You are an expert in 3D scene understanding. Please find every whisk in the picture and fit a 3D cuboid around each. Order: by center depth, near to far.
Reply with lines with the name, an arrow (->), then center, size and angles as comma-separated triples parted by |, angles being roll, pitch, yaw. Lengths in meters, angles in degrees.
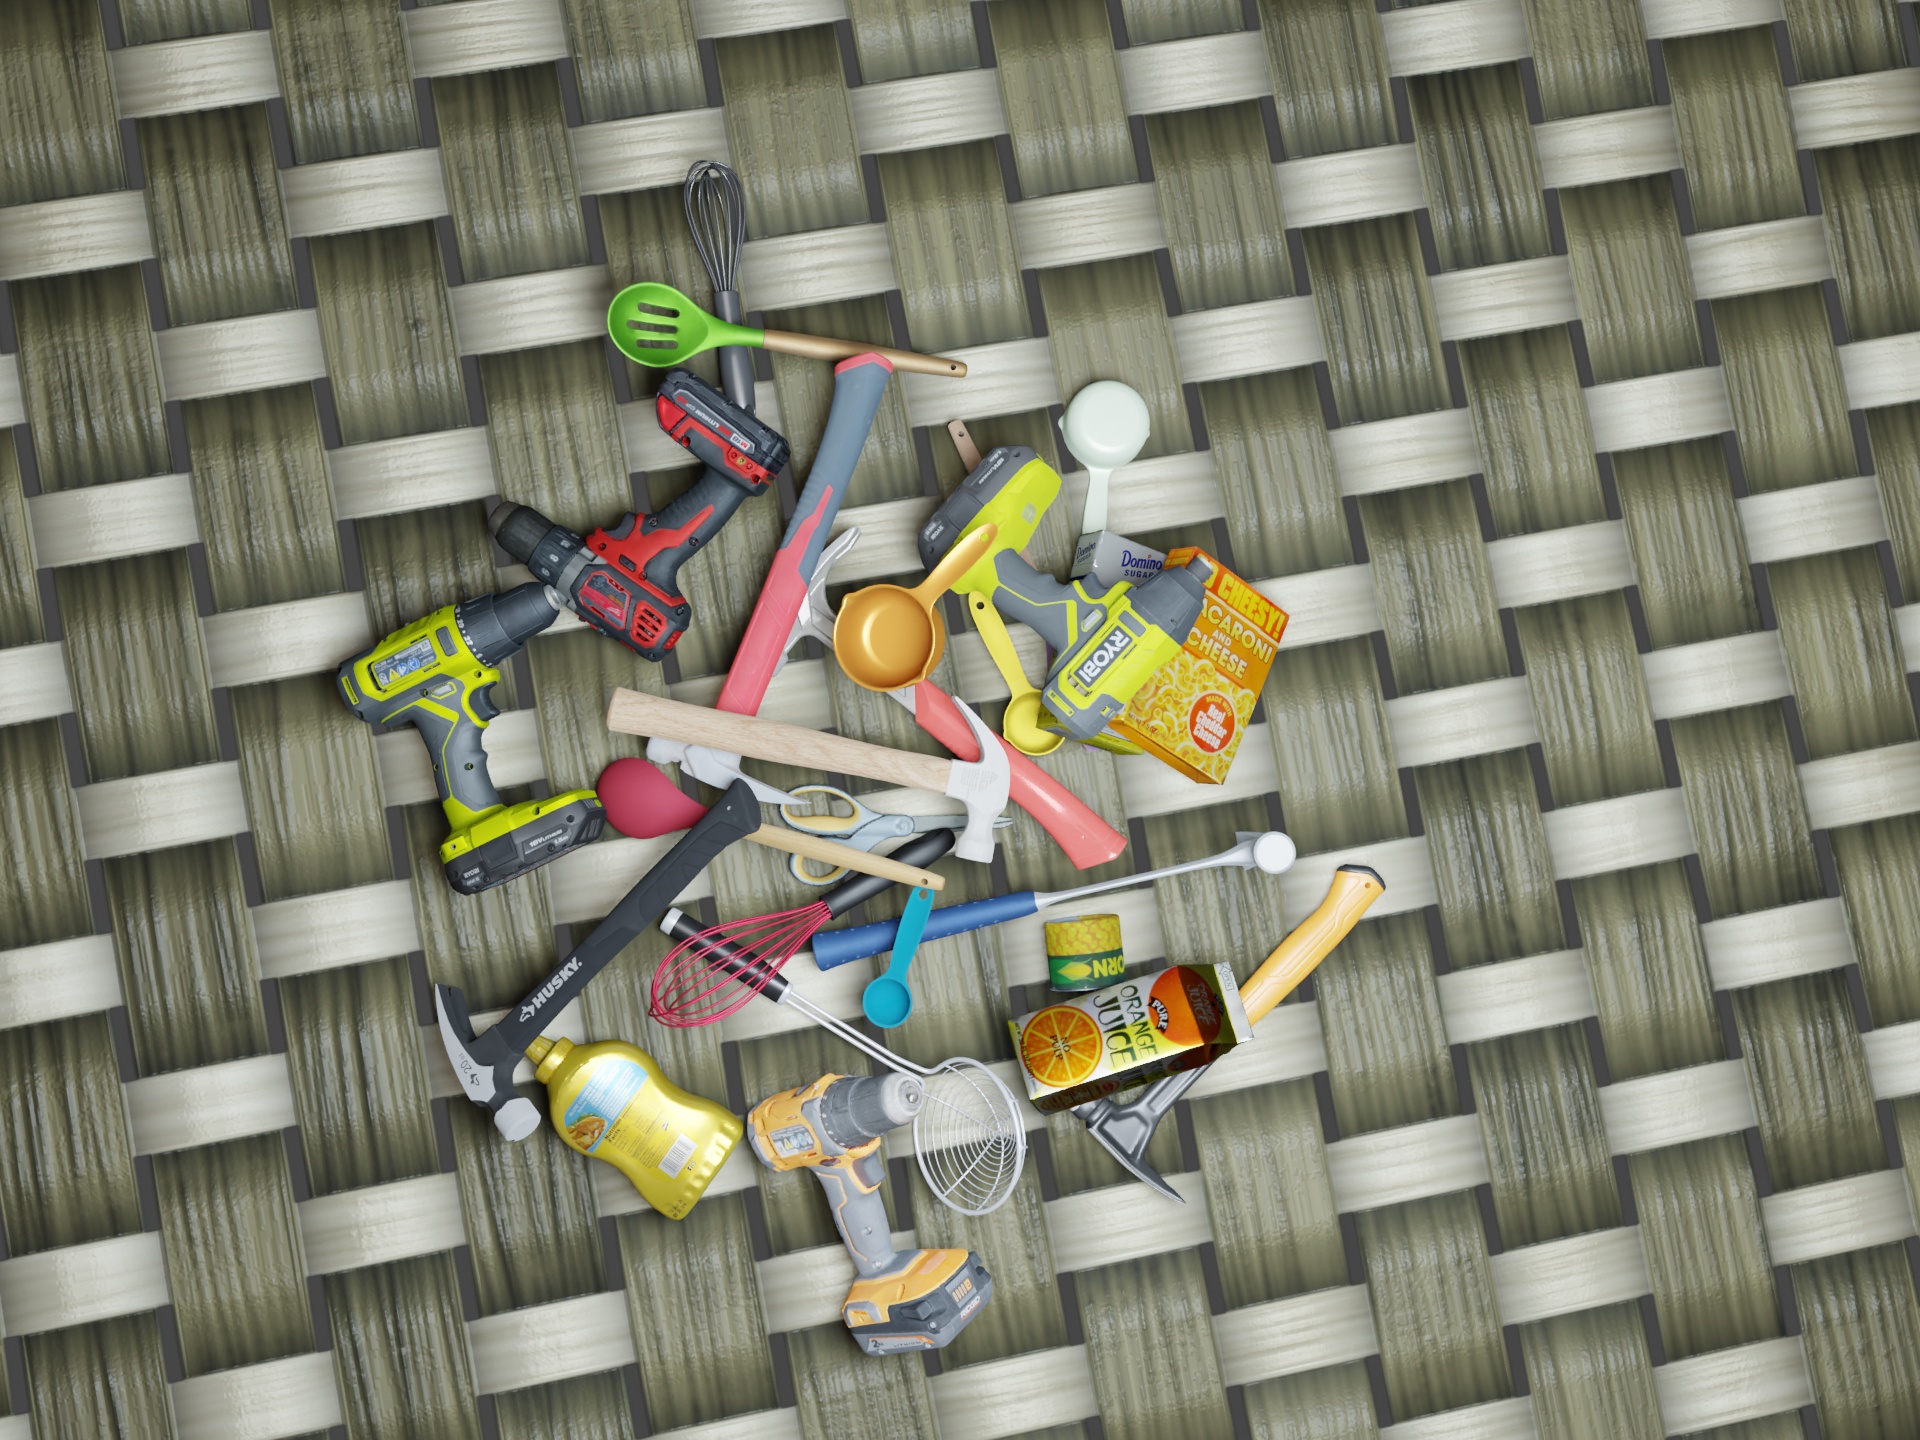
whisk -> -0.128, 0.165, 1.317 | 0.296, 0.073, 0.073 | -29, 89, -19
whisk -> -0.203, -0.369, 1.384 | 0.055, 0.055, 0.239 | -7, 92, -5

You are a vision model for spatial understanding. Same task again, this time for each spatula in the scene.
spatula -> 0.066, -0.122, 1.401 | 0.060, 0.018, 0.316 | -27, 90, -10

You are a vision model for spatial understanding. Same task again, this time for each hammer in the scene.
hammer -> -0.120, 0.021, 1.296 | 0.331, 0.031, 0.130 | 12, 88, -9
hammer -> -0.290, 0.174, 1.301 | 0.335, 0.035, 0.146 | -45, 64, 1
hammer -> -0.126, -0.122, 1.337 | 0.143, 0.038, 0.386 | 22, 88, 4
hammer -> 0.076, 0.152, 1.349 | 0.405, 0.144, 0.035 | -13, 86, 4
hammer -> -0.002, -0.004, 1.357 | 0.359, 0.036, 0.149 | 38, 90, 5
hammer -> 0.253, 0.259, 1.386 | 0.127, 0.034, 0.337 | 44, 84, 0

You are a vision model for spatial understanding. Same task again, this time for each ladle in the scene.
ladle -> -0.164, 0.095, 1.325 | 0.315, 0.031, 0.069 | 14, 103, 10

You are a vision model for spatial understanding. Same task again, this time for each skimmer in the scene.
skimmer -> -0.104, 0.276, 1.328 | 0.363, 0.090, 0.127 | 32, 116, 0

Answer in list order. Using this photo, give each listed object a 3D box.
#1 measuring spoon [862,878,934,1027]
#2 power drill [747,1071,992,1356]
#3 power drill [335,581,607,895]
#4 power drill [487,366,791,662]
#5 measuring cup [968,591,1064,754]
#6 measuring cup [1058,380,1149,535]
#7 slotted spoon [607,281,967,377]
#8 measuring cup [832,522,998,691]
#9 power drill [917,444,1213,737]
measuring spoon -> -0.044, 0.191, 1.314 | 0.042, 0.021, 0.128 | 18, 88, 13
power drill -> -0.061, 0.390, 1.288 | 0.084, 0.185, 0.226 | -28, 90, -49
power drill -> -0.387, 0.011, 1.320 | 0.190, 0.080, 0.228 | -25, 88, 4
power drill -> -0.271, -0.186, 1.342 | 0.188, 0.080, 0.226 | 35, 95, -1
measuring cup -> 0.044, -0.042, 1.392 | 0.062, 0.029, 0.156 | -25, 86, -5
measuring cup -> 0.125, -0.218, 1.401 | 0.083, 0.038, 0.167 | 7, 84, -4
slotted spoon -> -0.145, -0.322, 1.366 | 0.313, 0.031, 0.070 | 5, 93, -16
measuring cup -> -0.027, -0.097, 1.307 | 0.173, 0.052, 0.095 | -44, 82, 11
power drill -> 0.087, -0.118, 1.312 | 0.171, 0.080, 0.223 | -48, 66, 8
